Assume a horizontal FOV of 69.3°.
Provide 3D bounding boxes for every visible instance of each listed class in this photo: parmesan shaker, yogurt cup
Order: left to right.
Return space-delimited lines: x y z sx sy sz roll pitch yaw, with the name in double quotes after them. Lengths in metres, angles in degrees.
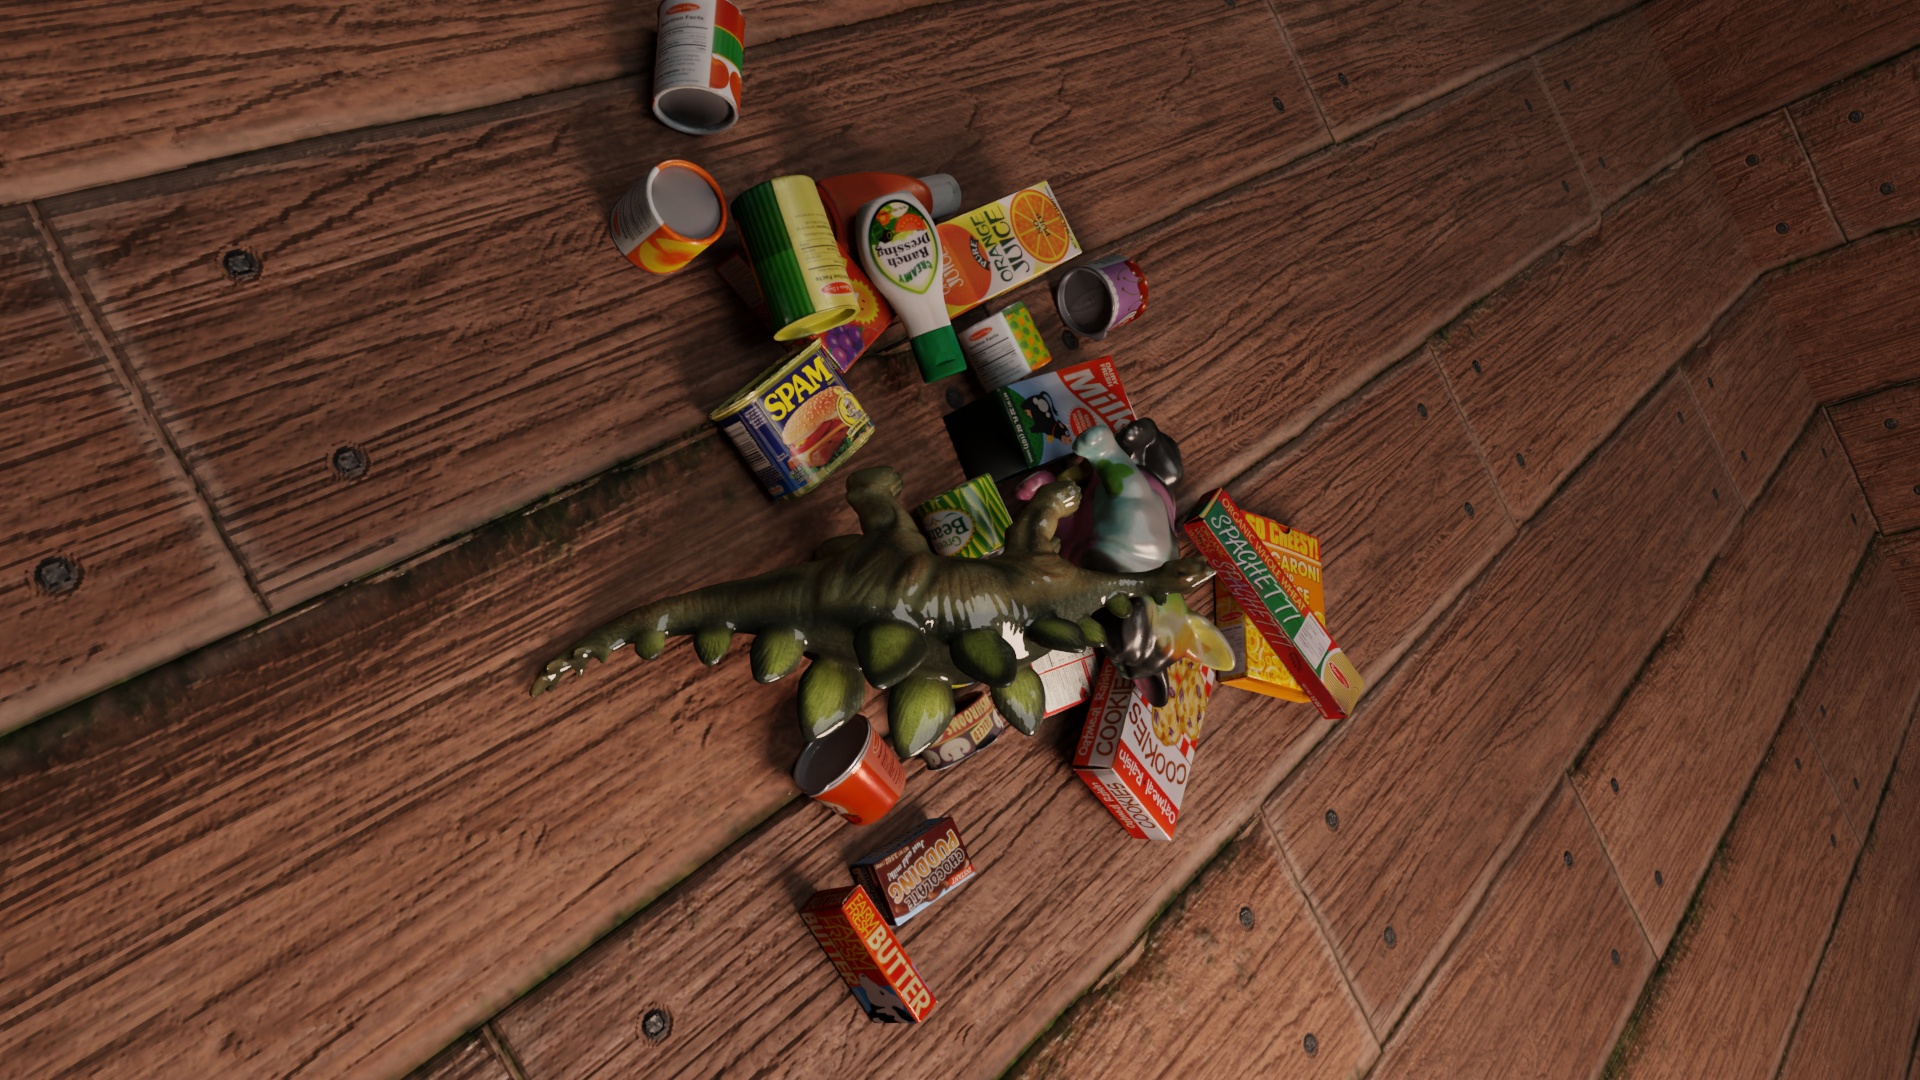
-0.120 -0.206 1.015 0.071 0.071 0.103 -17 87 -42 "parmesan shaker"
-0.076 0.165 0.985 0.054 0.072 0.073 49 51 -28 "yogurt cup"

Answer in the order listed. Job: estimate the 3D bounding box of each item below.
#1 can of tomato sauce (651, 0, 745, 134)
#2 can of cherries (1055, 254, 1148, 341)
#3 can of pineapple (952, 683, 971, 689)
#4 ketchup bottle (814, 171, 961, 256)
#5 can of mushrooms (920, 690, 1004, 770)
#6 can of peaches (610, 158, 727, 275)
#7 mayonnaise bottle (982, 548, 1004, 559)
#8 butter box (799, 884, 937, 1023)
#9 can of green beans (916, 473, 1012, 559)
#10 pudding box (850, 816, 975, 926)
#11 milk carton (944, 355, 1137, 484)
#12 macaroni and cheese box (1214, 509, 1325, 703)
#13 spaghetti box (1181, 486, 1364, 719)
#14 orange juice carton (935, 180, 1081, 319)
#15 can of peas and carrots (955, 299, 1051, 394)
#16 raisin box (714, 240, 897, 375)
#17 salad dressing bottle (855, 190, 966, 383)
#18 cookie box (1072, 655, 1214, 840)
-0.198 -0.360 1.054 0.071 0.071 0.083 13 68 -37 "can of tomato sauce"
0.132 -0.224 1.286 0.058 0.071 0.071 -27 94 -43 "can of cherries"
-0.017 0.083 1.063 0.071 0.057 0.071 14 67 -37 "can of pineapple"
-0.061 -0.277 1.155 0.149 0.043 0.064 -25 93 -42 "ketchup bottle"
-0.002 0.143 1.048 0.071 0.071 0.033 -31 95 -42 "can of mushrooms"
-0.209 -0.234 1.007 0.071 0.058 0.071 14 67 -36 "can of peaches"
0.084 0.033 1.176 0.148 0.041 0.065 -3 72 -42 "mayonnaise bottle"
-0.064 0.287 0.959 0.024 0.053 0.103 -40 102 -42 "butter box"
0.005 -0.015 1.109 0.071 0.071 0.058 -29 95 -42 "can of green beans"
-0.034 0.242 1.015 0.084 0.030 0.049 -22 92 -42 "pudding box"
0.085 -0.107 1.202 0.191 0.073 0.072 -22 90 -42 "milk carton"
0.303 0.065 1.349 0.124 0.040 0.167 17 66 -36 "macaroni and cheese box"
0.294 0.060 1.296 0.249 0.028 0.050 51 51 -14 "spaghetti box"
0.010 -0.237 1.182 0.193 0.073 0.071 -33 98 -41 "orange juice carton"
0.038 -0.166 1.187 0.071 0.070 0.058 -34 99 -41 "can of peas and carrots"
-0.118 -0.194 1.083 0.123 0.040 0.086 49 50 -18 "raisin box"
-0.036 -0.199 1.096 0.064 0.044 0.147 -22 96 -12 "salad dressing bottle"
0.158 0.151 1.179 0.122 0.040 0.168 51 48 -39 "cookie box"
